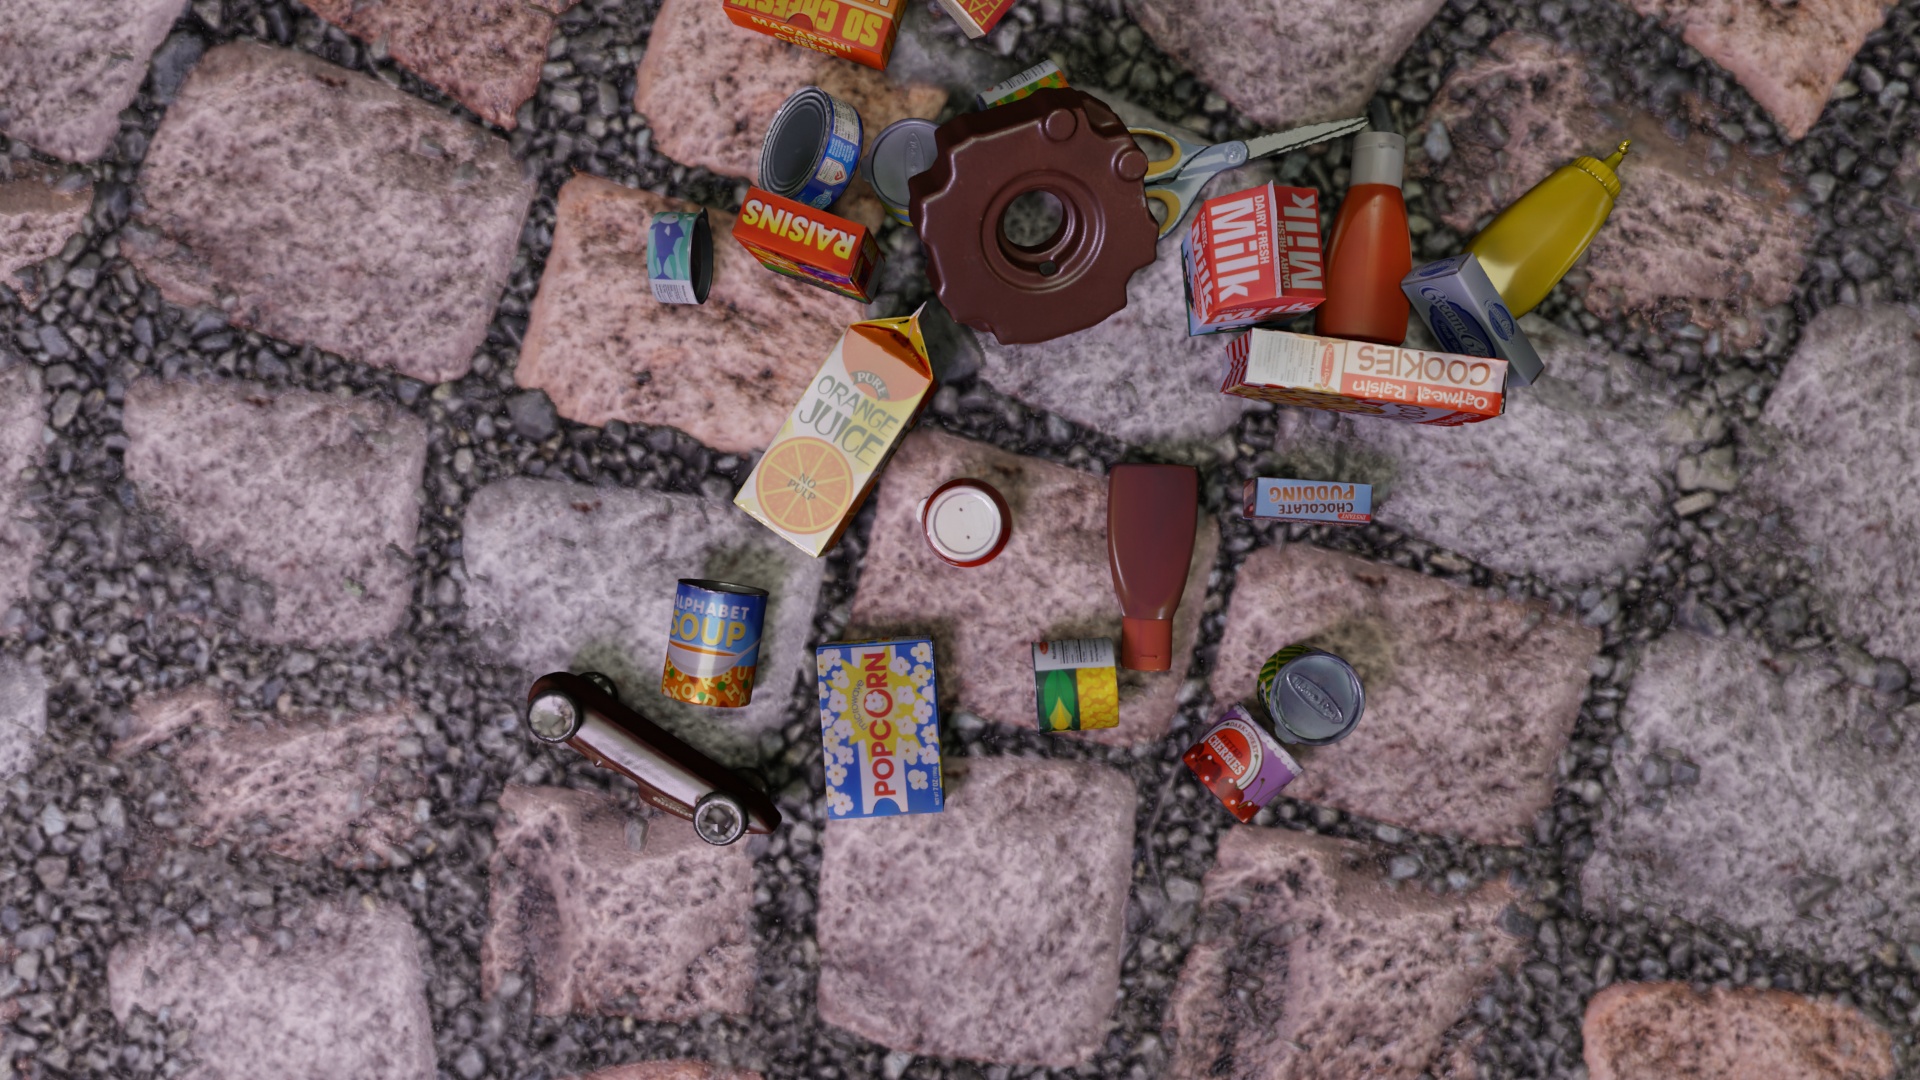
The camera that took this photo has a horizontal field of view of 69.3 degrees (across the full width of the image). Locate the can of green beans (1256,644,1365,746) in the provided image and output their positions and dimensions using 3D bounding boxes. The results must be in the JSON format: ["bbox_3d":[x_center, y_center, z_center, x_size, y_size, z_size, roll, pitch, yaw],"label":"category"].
[{"bbox_3d":[0.248,0.109,0.990,0.071,0.058,0.071,0,91,2],"label":"can of green beans"}]

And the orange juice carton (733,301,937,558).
[{"bbox_3d":[-0.076,-0.087,0.997,0.073,0.072,0.192,33,92,1],"label":"orange juice carton"}]

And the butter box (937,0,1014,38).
[{"bbox_3d":[-0.005,-0.415,0.991,0.103,0.024,0.053,41,82,-26],"label":"butter box"}]

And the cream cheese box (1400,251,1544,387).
[{"bbox_3d":[0.357,-0.150,0.970,0.024,0.053,0.103,-47,110,-20],"label":"cream cheese box"}]

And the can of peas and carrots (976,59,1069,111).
[{"bbox_3d":[0.052,-0.299,0.994,0.059,0.071,0.071,-26,89,2],"label":"can of peas and carrots"}]

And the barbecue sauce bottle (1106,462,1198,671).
[{"bbox_3d":[0.137,0.019,1.002,0.065,0.043,0.148,2,91,3],"label":"barbecue sauce bottle"}]

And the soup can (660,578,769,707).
[{"bbox_3d":[-0.178,0.074,1.003,0.071,0.071,0.083,9,91,3],"label":"soup can"}]

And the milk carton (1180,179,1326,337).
[{"bbox_3d":[0.194,-0.184,0.924,0.073,0.190,0.072,-5,91,3],"label":"milk carton"}]

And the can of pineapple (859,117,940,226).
[{"bbox_3d":[-0.033,-0.264,1.001,0.071,0.058,0.071,0,90,3],"label":"can of pineapple"}]

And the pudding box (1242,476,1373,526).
[{"bbox_3d":[0.247,-0.028,0.994,0.084,0.049,0.030,4,89,2],"label":"pudding box"}]

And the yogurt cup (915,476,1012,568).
[{"bbox_3d":[0.004,-0.013,1.003,0.072,0.054,0.072,0,91,2],"label":"yogurt cup"}]

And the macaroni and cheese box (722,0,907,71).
[{"bbox_3d":[-0.089,-0.444,1.011,0.124,0.040,0.166,18,91,3],"label":"macaroni and cheese box"}]

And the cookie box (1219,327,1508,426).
[{"bbox_3d":[0.272,-0.110,0.955,0.167,0.123,0.040,8,92,2],"label":"cookie box"}]

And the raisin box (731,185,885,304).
[{"bbox_3d":[-0.103,-0.204,0.972,0.086,0.123,0.040,21,92,2],"label":"raisin box"}]

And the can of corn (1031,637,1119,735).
[{"bbox_3d":[0.082,0.106,0.995,0.058,0.071,0.071,-4,90,3],"label":"can of corn"}]

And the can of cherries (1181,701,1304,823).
[{"bbox_3d":[0.199,0.157,0.987,0.058,0.071,0.071,-44,89,3],"label":"can of cherries"}]

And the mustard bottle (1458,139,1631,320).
[{"bbox_3d":[0.419,-0.223,0.985,0.160,0.049,0.065,-45,89,1],"label":"mustard bottle"}]

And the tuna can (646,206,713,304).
[{"bbox_3d":[-0.202,-0.207,1.005,0.033,0.071,0.071,3,91,3],"label":"tuna can"}]

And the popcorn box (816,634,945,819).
[{"bbox_3d":[-0.057,0.135,1.014,0.085,0.038,0.126,-4,90,2],"label":"popcorn box"}]

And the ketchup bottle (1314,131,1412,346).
[{"bbox_3d":[0.293,-0.214,0.993,0.065,0.043,0.148,6,90,-2],"label":"ketchup bottle"}]
